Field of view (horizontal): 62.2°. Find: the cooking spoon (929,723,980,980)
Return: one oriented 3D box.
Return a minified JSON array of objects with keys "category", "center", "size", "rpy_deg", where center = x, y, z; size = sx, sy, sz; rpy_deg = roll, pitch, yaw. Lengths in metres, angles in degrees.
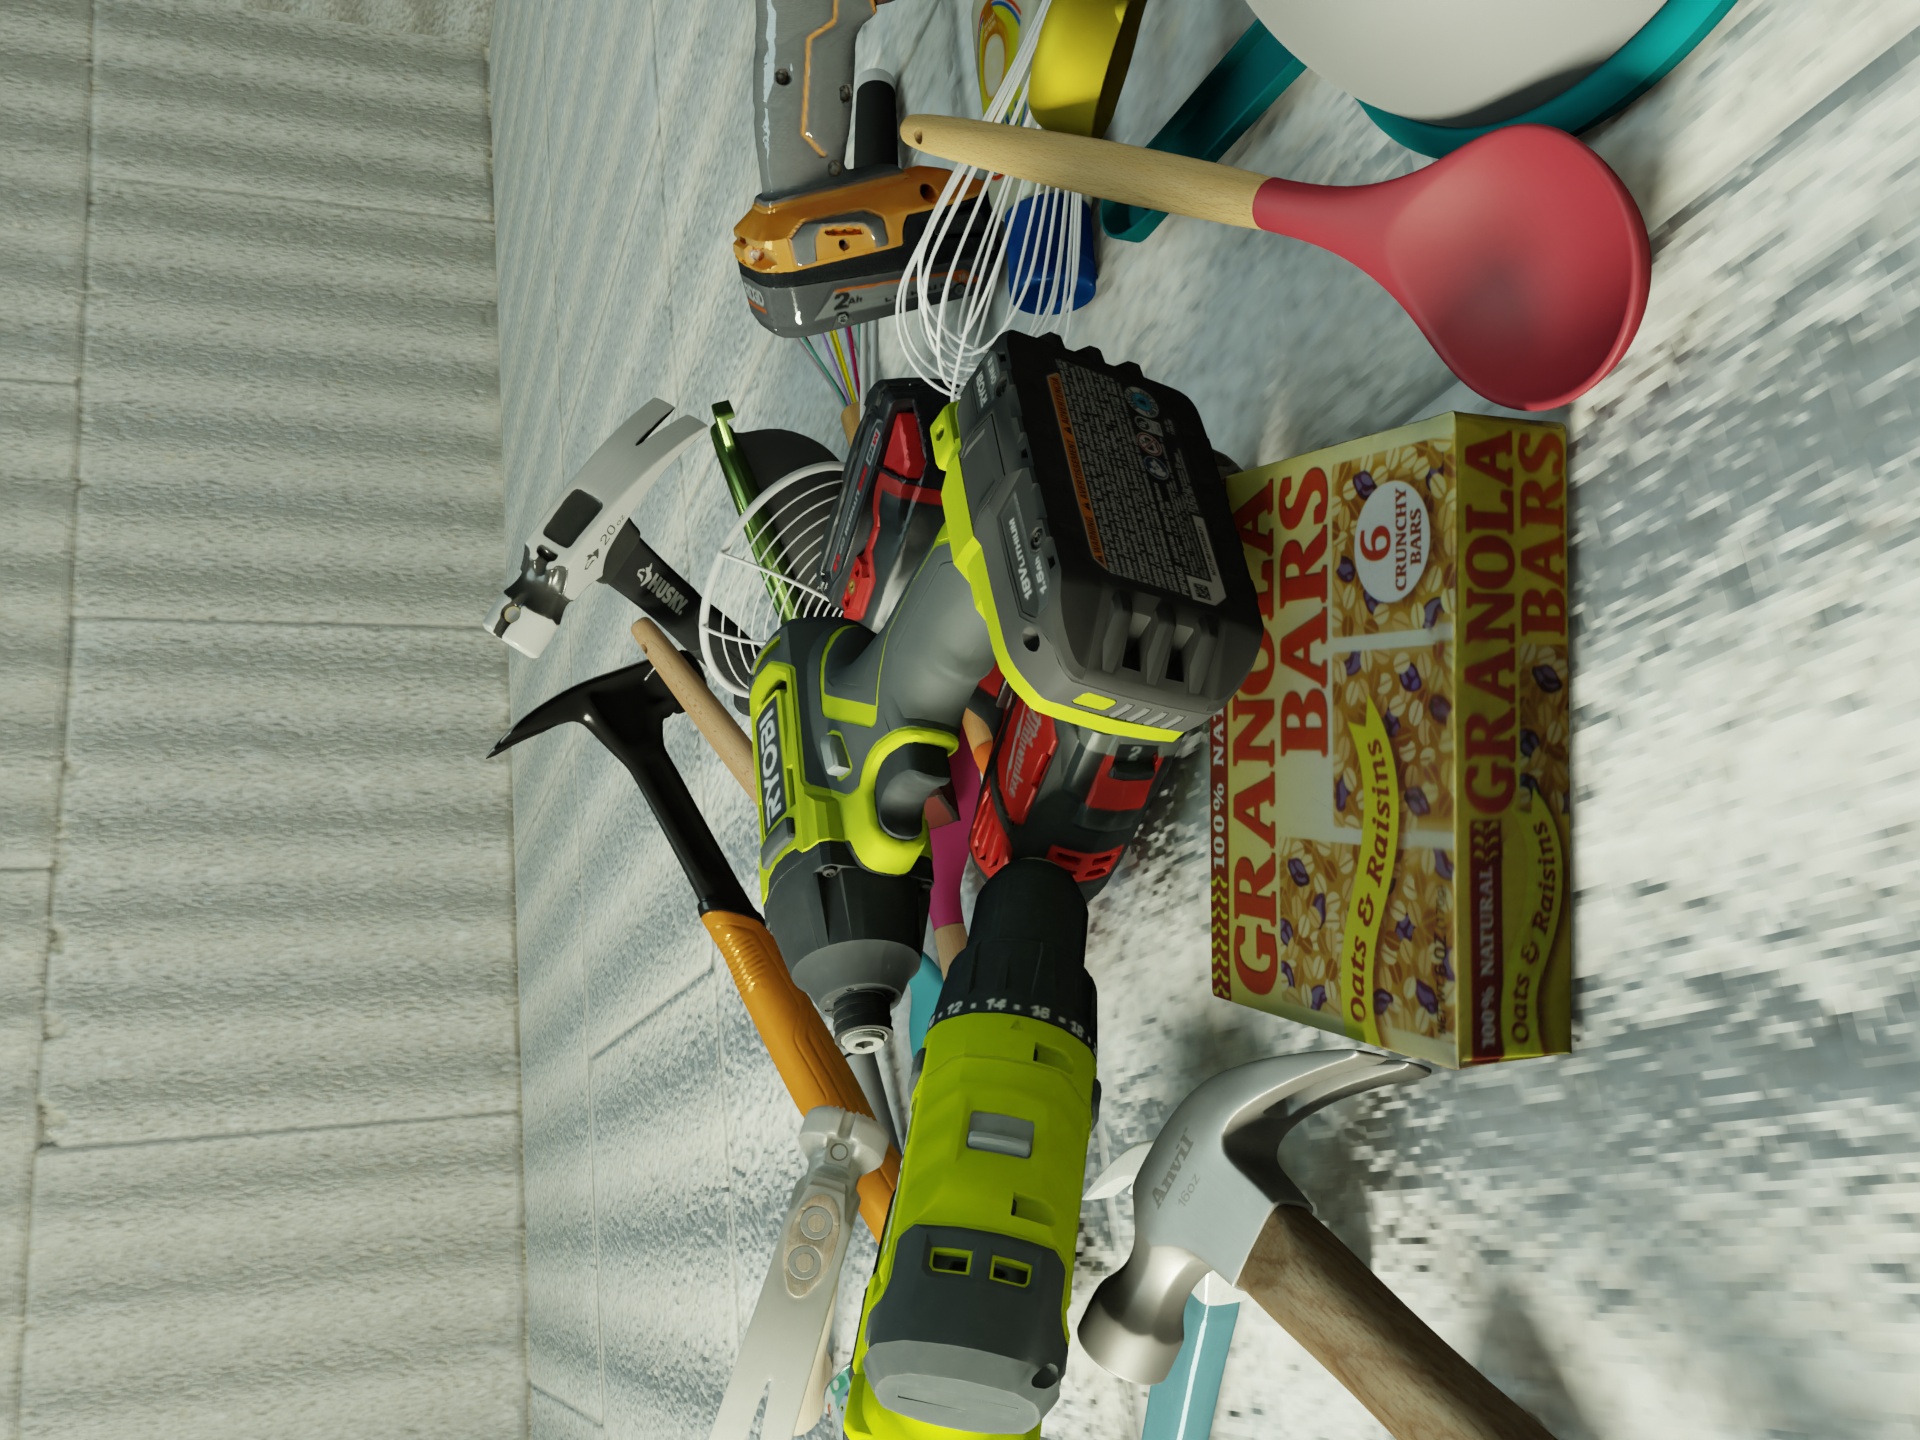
[{"category":"cooking spoon","center":[0.000,0.122,0.752],"size":[0.069,0.017,0.319],"rpy_deg":[-25,66,25]}]

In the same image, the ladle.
[{"category":"ladle","center":[0.074,-0.161,0.487],"size":[0.316,0.031,0.069],"rpy_deg":[33,130,45]}]

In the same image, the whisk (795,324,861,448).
[{"category":"whisk","center":[-0.065,-0.194,0.914],"size":[0.047,0.051,0.245],"rpy_deg":[-55,43,46]}]

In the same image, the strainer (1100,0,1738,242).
[{"category":"strainer","center":[0.093,-0.238,0.451],"size":[0.340,0.095,0.211],"rpy_deg":[146,121,-62]}]

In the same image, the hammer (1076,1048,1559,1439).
[{"category":"hammer","center":[0.143,0.186,0.359],"size":[0.332,0.031,0.130],"rpy_deg":[35,105,55]}]

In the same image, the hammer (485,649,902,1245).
[{"category":"hammer","center":[-0.111,0.125,0.816],"size":[0.034,0.127,0.337],"rpy_deg":[-35,84,44]}]

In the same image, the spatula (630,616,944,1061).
[{"category":"spatula","center":[-0.078,0.076,0.812],"size":[0.317,0.044,0.082],"rpy_deg":[52,143,7]}]

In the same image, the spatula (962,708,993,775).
[{"category":"spatula","center":[-0.001,-0.002,0.752],"size":[0.080,0.041,0.323],"rpy_deg":[77,177,-52]}]

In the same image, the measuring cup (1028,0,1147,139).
[{"category":"measuring cup","center":[0.057,-0.276,0.561],"size":[0.062,0.029,0.156],"rpy_deg":[87,-159,-76]}]

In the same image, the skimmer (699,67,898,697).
[{"category":"skimmer","center":[-0.075,-0.188,0.837],"size":[0.127,0.090,0.364],"rpy_deg":[40,-135,-58]}]

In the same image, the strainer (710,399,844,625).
[{"category":"strainer","center":[-0.092,-0.108,0.966],"size":[0.256,0.069,0.151],"rpy_deg":[179,69,-85]}]

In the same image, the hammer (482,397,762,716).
[{"category":"hammer","center":[-0.156,-0.065,0.928],"size":[0.146,0.035,0.334],"rpy_deg":[-58,-16,-6]}]

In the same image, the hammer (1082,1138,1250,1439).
[{"category":"hammer","center":[0.071,0.301,0.580],"size":[0.128,0.033,0.331],"rpy_deg":[-140,54,-61]}]

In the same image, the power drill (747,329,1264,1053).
[{"category":"power drill","center":[-0.003,-0.004,0.538],"size":[0.223,0.080,0.171],"rpy_deg":[-48,40,42]}]

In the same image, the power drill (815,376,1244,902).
[{"category":"power drill","center":[0.027,-0.060,0.642],"size":[0.227,0.080,0.187],"rpy_deg":[58,136,47]}]

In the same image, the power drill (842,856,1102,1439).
[{"category":"power drill","center":[0.008,0.180,0.588],"size":[0.228,0.080,0.191],"rpy_deg":[97,-176,-50]}]

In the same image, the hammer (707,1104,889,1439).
[{"category":"hammer","center":[-0.084,0.331,0.815],"size":[0.410,0.038,0.146],"rpy_deg":[100,-174,-58]}]

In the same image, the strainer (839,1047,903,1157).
[{"category":"strainer","center":[-0.059,0.178,0.896],"size":[0.086,0.050,0.259],"rpy_deg":[115,142,-57]}]

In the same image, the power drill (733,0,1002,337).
[{"category":"power drill","center":[-0.038,-0.308,0.727],"size":[0.084,0.185,0.226],"rpy_deg":[-133,28,-59]}]

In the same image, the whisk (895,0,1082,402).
[{"category":"whisk","center":[0.038,-0.258,0.604],"size":[0.070,0.070,0.284],"rpy_deg":[28,102,65]}]
